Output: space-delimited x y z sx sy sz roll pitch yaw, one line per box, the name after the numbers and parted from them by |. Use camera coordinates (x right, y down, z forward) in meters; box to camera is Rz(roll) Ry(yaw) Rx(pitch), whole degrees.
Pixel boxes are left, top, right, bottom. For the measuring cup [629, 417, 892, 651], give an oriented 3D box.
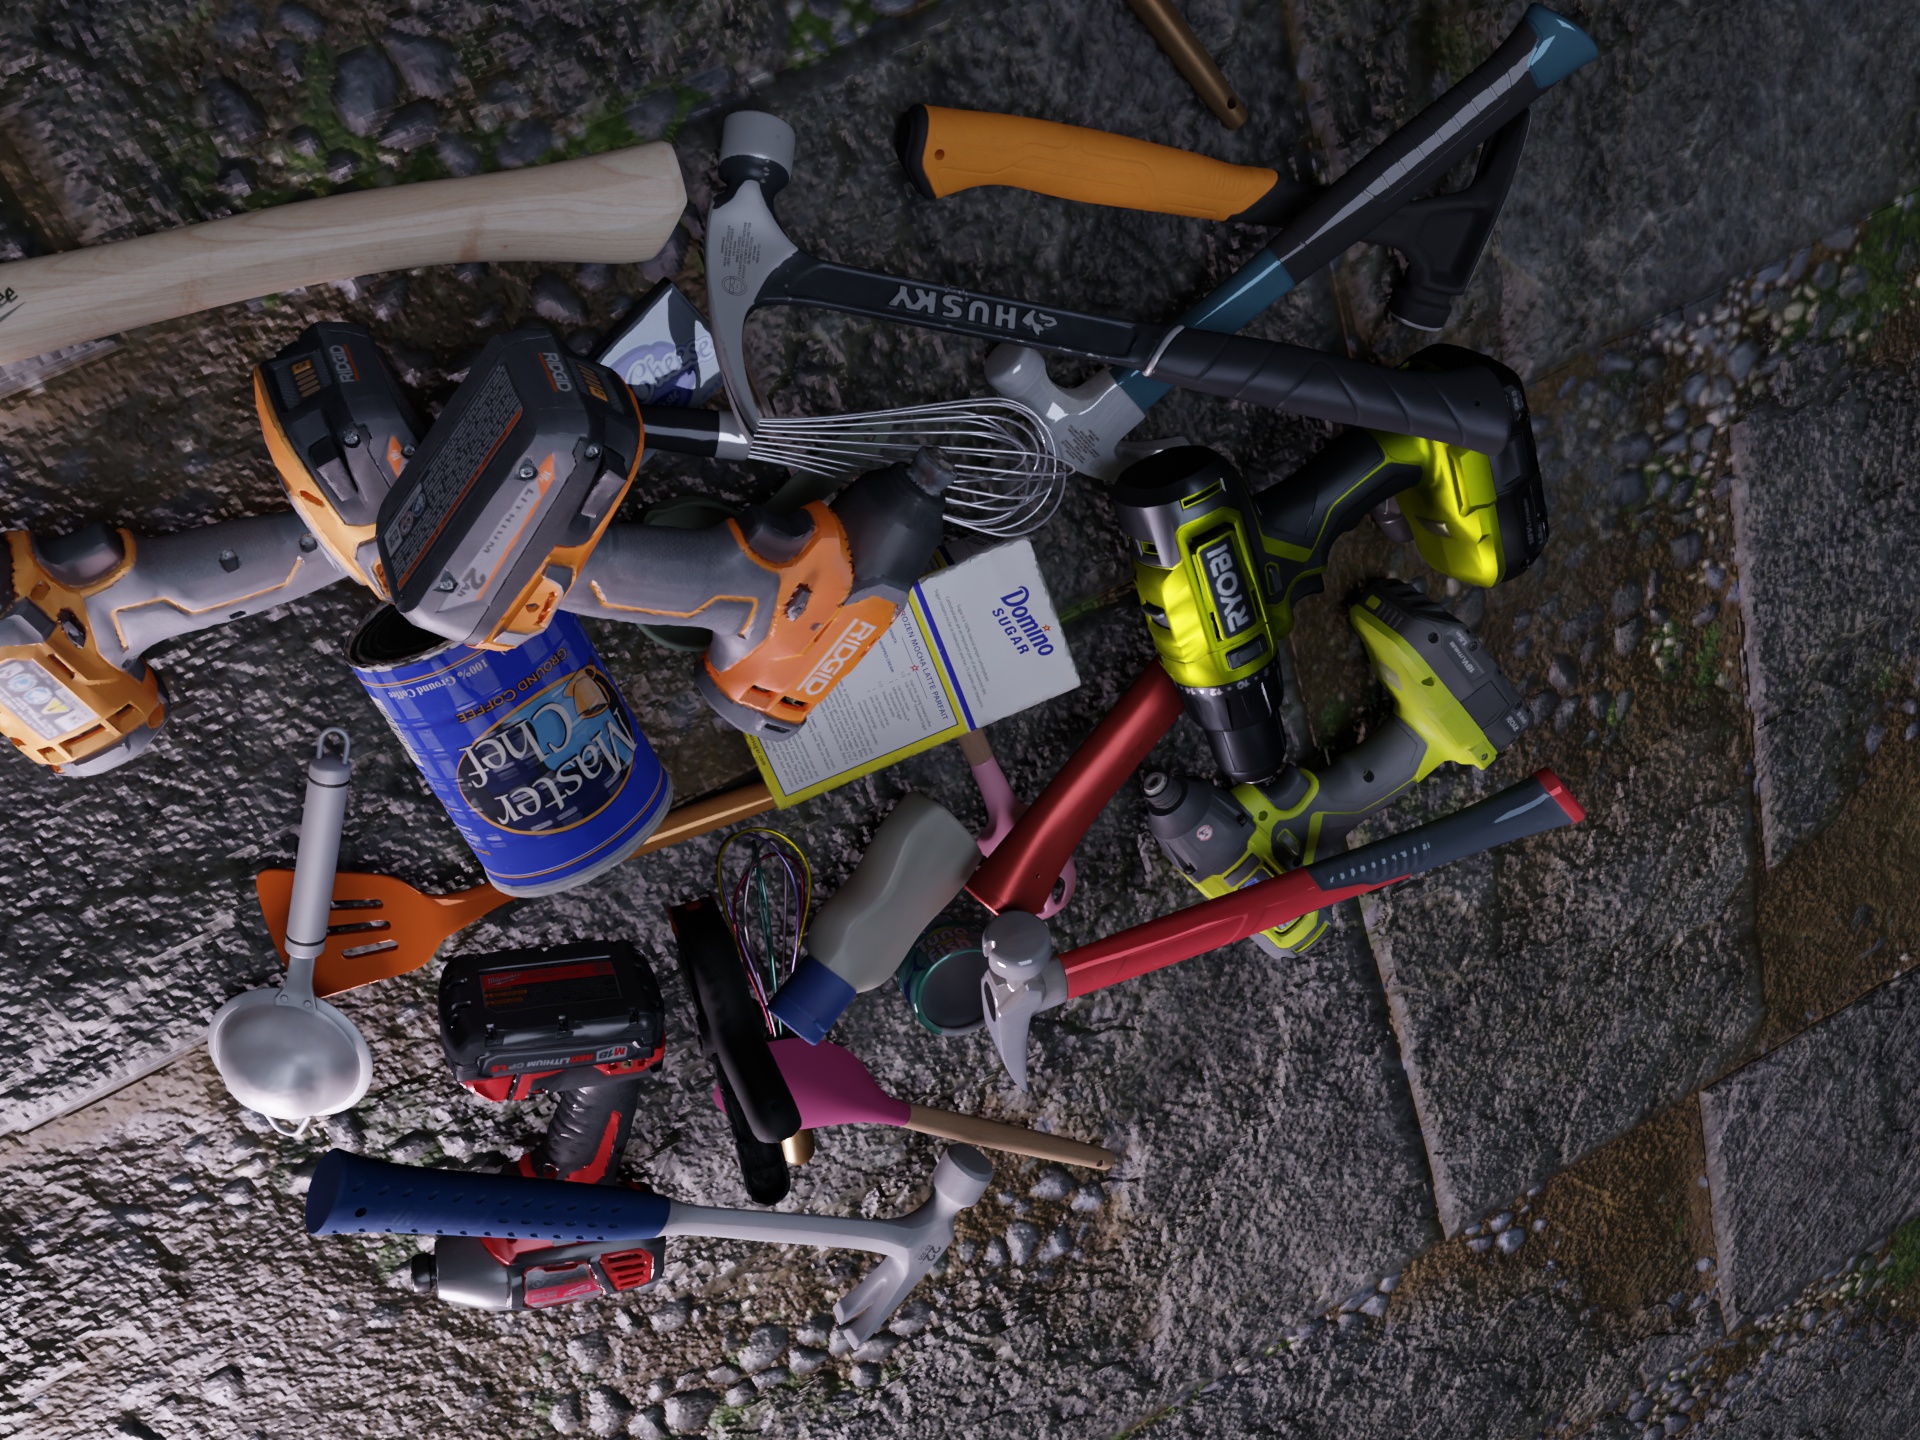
-0.104 -0.105 0.812 0.167 0.038 0.083 -41 120 -11 | measuring cup

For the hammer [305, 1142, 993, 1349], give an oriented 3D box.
-0.162 0.284 0.889 0.405 0.035 0.144 20 107 -40 | hammer

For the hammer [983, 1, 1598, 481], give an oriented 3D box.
0.175 -0.243 0.816 0.331 0.033 0.128 -38 131 14 | hammer

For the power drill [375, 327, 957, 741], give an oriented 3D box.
-0.112 -0.082 0.691 0.226 0.084 0.164 18 123 -45 | power drill

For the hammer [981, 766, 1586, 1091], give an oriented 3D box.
0.197 0.114 0.953 0.386 0.038 0.143 -17 138 -12 | hammer

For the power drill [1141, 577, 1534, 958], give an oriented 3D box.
0.227 0.027 0.984 0.223 0.080 0.171 -44 123 5 | power drill

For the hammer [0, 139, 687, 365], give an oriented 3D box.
-0.322 -0.202 0.674 0.410 0.038 0.146 -17 117 -15 | hammer

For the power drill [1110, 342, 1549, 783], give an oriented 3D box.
0.204 -0.087 0.870 0.228 0.080 0.190 -29 117 -14 | power drill

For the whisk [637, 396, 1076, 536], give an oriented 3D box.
-0.078 -0.134 0.765 0.284 0.070 0.070 3 112 -19 | whisk

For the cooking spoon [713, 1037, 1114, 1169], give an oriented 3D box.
-0.016 0.252 1.000 0.318 0.017 0.068 23 106 -36 | cooking spoon

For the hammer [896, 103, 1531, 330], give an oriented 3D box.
0.131 -0.280 0.815 0.336 0.034 0.127 1 128 -21 | hammer

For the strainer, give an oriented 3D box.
-0.334 0.119 0.803 0.087 0.050 0.258 15 111 -5 | strainer

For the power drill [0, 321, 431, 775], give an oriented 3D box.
-0.336 -0.082 0.668 0.226 0.084 0.185 -28 146 -7 | power drill

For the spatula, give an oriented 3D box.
-0.204 0.070 0.857 0.322 0.041 0.081 -19 117 -18 | spatula

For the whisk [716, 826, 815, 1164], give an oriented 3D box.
-0.104 0.167 0.931 0.047 0.051 0.244 -16 122 -21 | whisk

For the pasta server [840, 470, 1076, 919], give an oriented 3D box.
-0.001 -0.003 0.906 0.060 0.040 0.316 -29 117 -8 | pasta server

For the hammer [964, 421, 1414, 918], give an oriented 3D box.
0.123 -0.038 0.909 0.359 0.037 0.149 -50 122 -4 | hammer

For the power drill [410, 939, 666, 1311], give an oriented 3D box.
-0.236 0.238 0.892 0.143 0.079 0.219 -4 118 -21 | power drill

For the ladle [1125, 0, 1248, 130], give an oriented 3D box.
0.048 -0.390 0.728 0.319 0.062 0.078 39 89 -34 | ladle

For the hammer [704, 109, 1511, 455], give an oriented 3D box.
0.079 -0.178 0.766 0.408 0.036 0.149 8 81 -12 | hammer
